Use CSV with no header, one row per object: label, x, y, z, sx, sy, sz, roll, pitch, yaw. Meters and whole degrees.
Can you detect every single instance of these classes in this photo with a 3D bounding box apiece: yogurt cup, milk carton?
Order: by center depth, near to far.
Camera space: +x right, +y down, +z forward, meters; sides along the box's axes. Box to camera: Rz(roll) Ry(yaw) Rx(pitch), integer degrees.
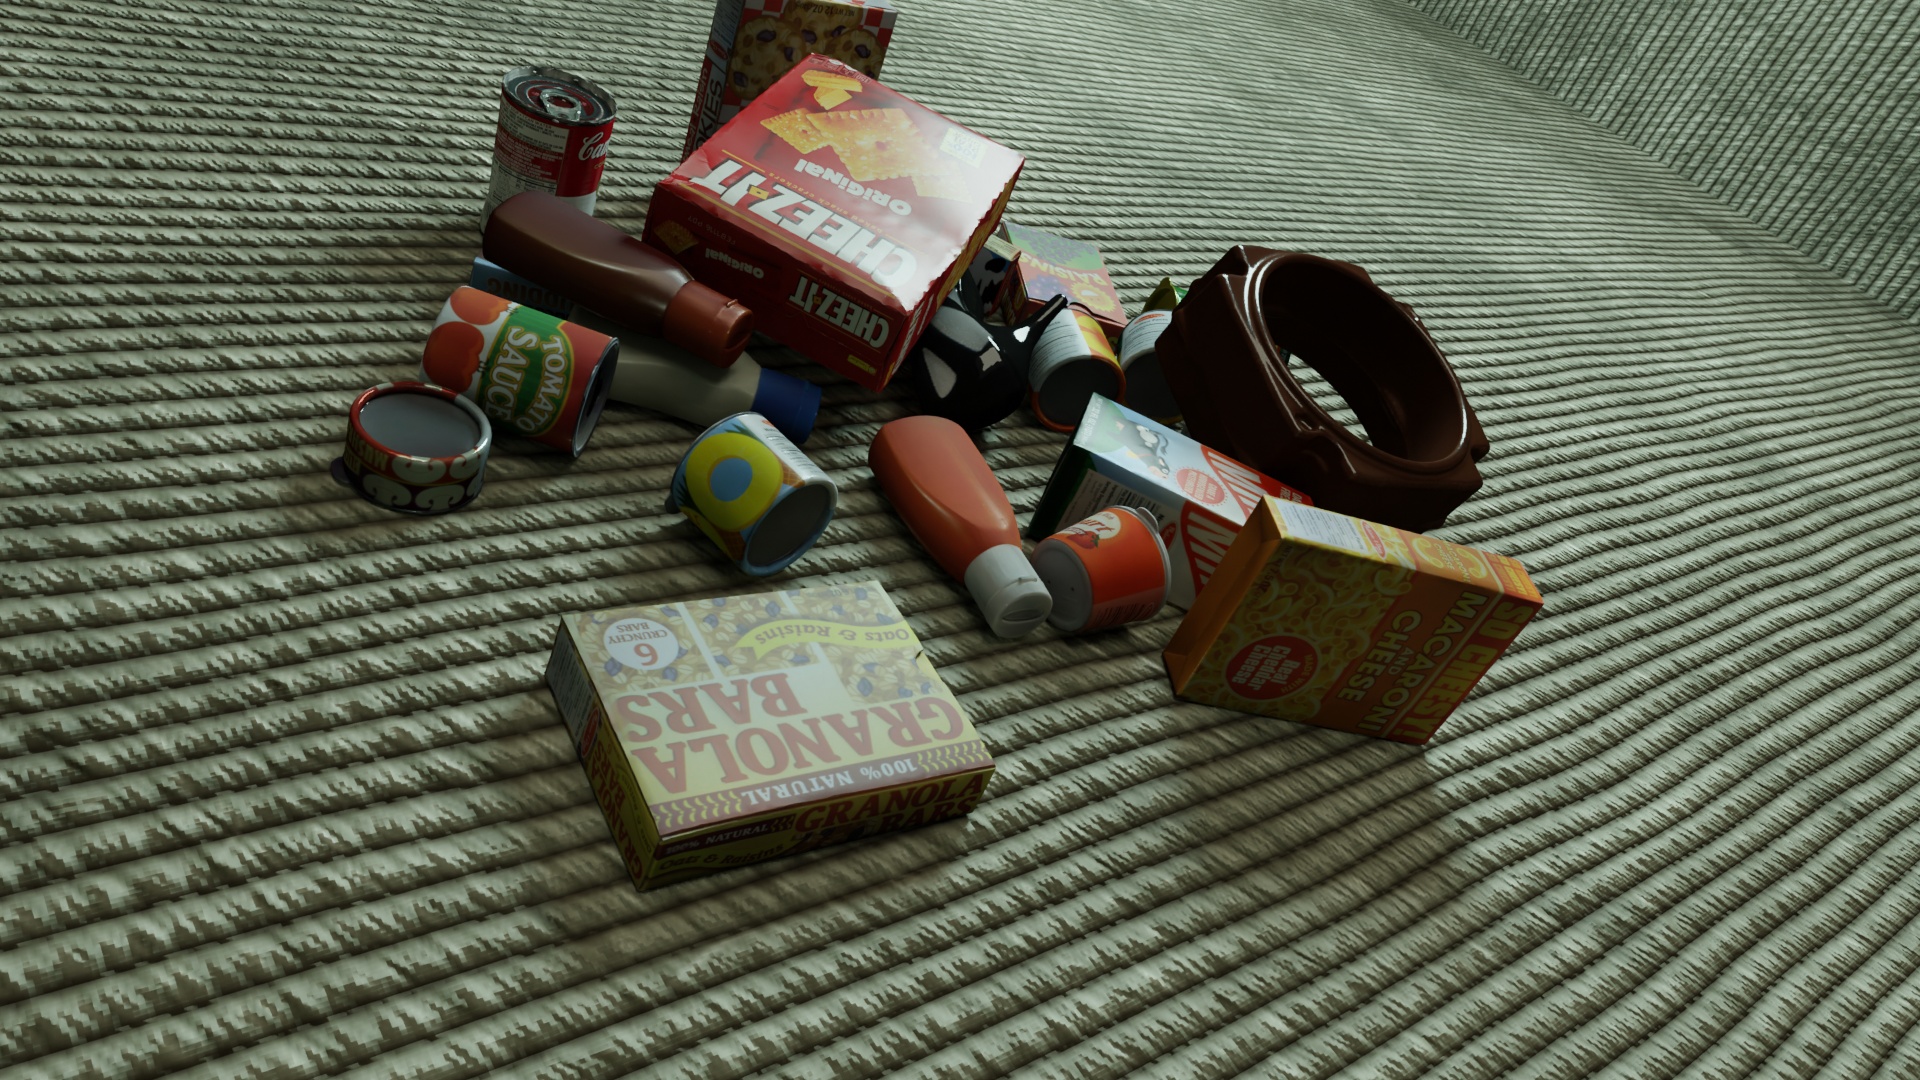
yogurt cup,0.076,0.019,0.777,0.054,0.072,0.072,-16,51,-34
milk carton,0.145,-0.007,0.843,0.191,0.073,0.073,26,35,1

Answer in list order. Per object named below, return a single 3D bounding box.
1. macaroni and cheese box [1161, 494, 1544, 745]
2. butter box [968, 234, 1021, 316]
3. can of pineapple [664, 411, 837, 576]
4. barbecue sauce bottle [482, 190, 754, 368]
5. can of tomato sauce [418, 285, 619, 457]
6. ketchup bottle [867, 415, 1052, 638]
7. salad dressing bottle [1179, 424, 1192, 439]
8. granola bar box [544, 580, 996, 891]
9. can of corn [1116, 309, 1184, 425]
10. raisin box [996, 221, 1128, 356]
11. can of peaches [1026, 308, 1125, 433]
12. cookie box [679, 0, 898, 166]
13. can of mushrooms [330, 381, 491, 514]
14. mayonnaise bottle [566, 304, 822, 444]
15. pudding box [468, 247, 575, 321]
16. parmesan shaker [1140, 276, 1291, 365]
macaroni and cheese box,0.215,0.048,0.770,0.166,0.123,0.040,13,38,-18
butter box,-0.010,-0.216,1.041,0.103,0.052,0.024,31,37,9
can of pineapple,-0.107,-0.022,0.717,0.058,0.070,0.071,41,38,22
barbecue sauce bottle,-0.187,-0.144,0.773,0.148,0.043,0.065,28,29,8
can of tomato sauce,-0.230,-0.088,0.725,0.083,0.070,0.071,20,35,-7
ketchup bottle,0.003,-0.010,0.786,0.065,0.043,0.149,-2,43,-33
salad dressing bottle,0.223,-0.057,0.984,0.148,0.043,0.064,5,45,-29
granola bar box,-0.083,0.079,0.620,0.166,0.038,0.124,-5,45,-36
can of corn,0.146,-0.123,1.005,0.071,0.070,0.058,21,35,-6
raisin box,0.075,-0.193,1.074,0.086,0.039,0.124,13,37,-19
can of peaches,0.076,-0.114,0.949,0.071,0.071,0.058,9,37,-22
cookie box,-0.126,-0.313,0.998,0.123,0.166,0.040,-8,43,-38
can of mushrooms,-0.267,-0.046,0.677,0.071,0.033,0.071,17,36,-13
mayonnaise bottle,-0.156,-0.094,0.802,0.148,0.041,0.065,17,33,-13
pudding box,-0.247,-0.153,0.832,0.084,0.030,0.050,17,36,-12
parmesan shaker,0.196,-0.156,1.071,0.103,0.071,0.071,12,37,-19
